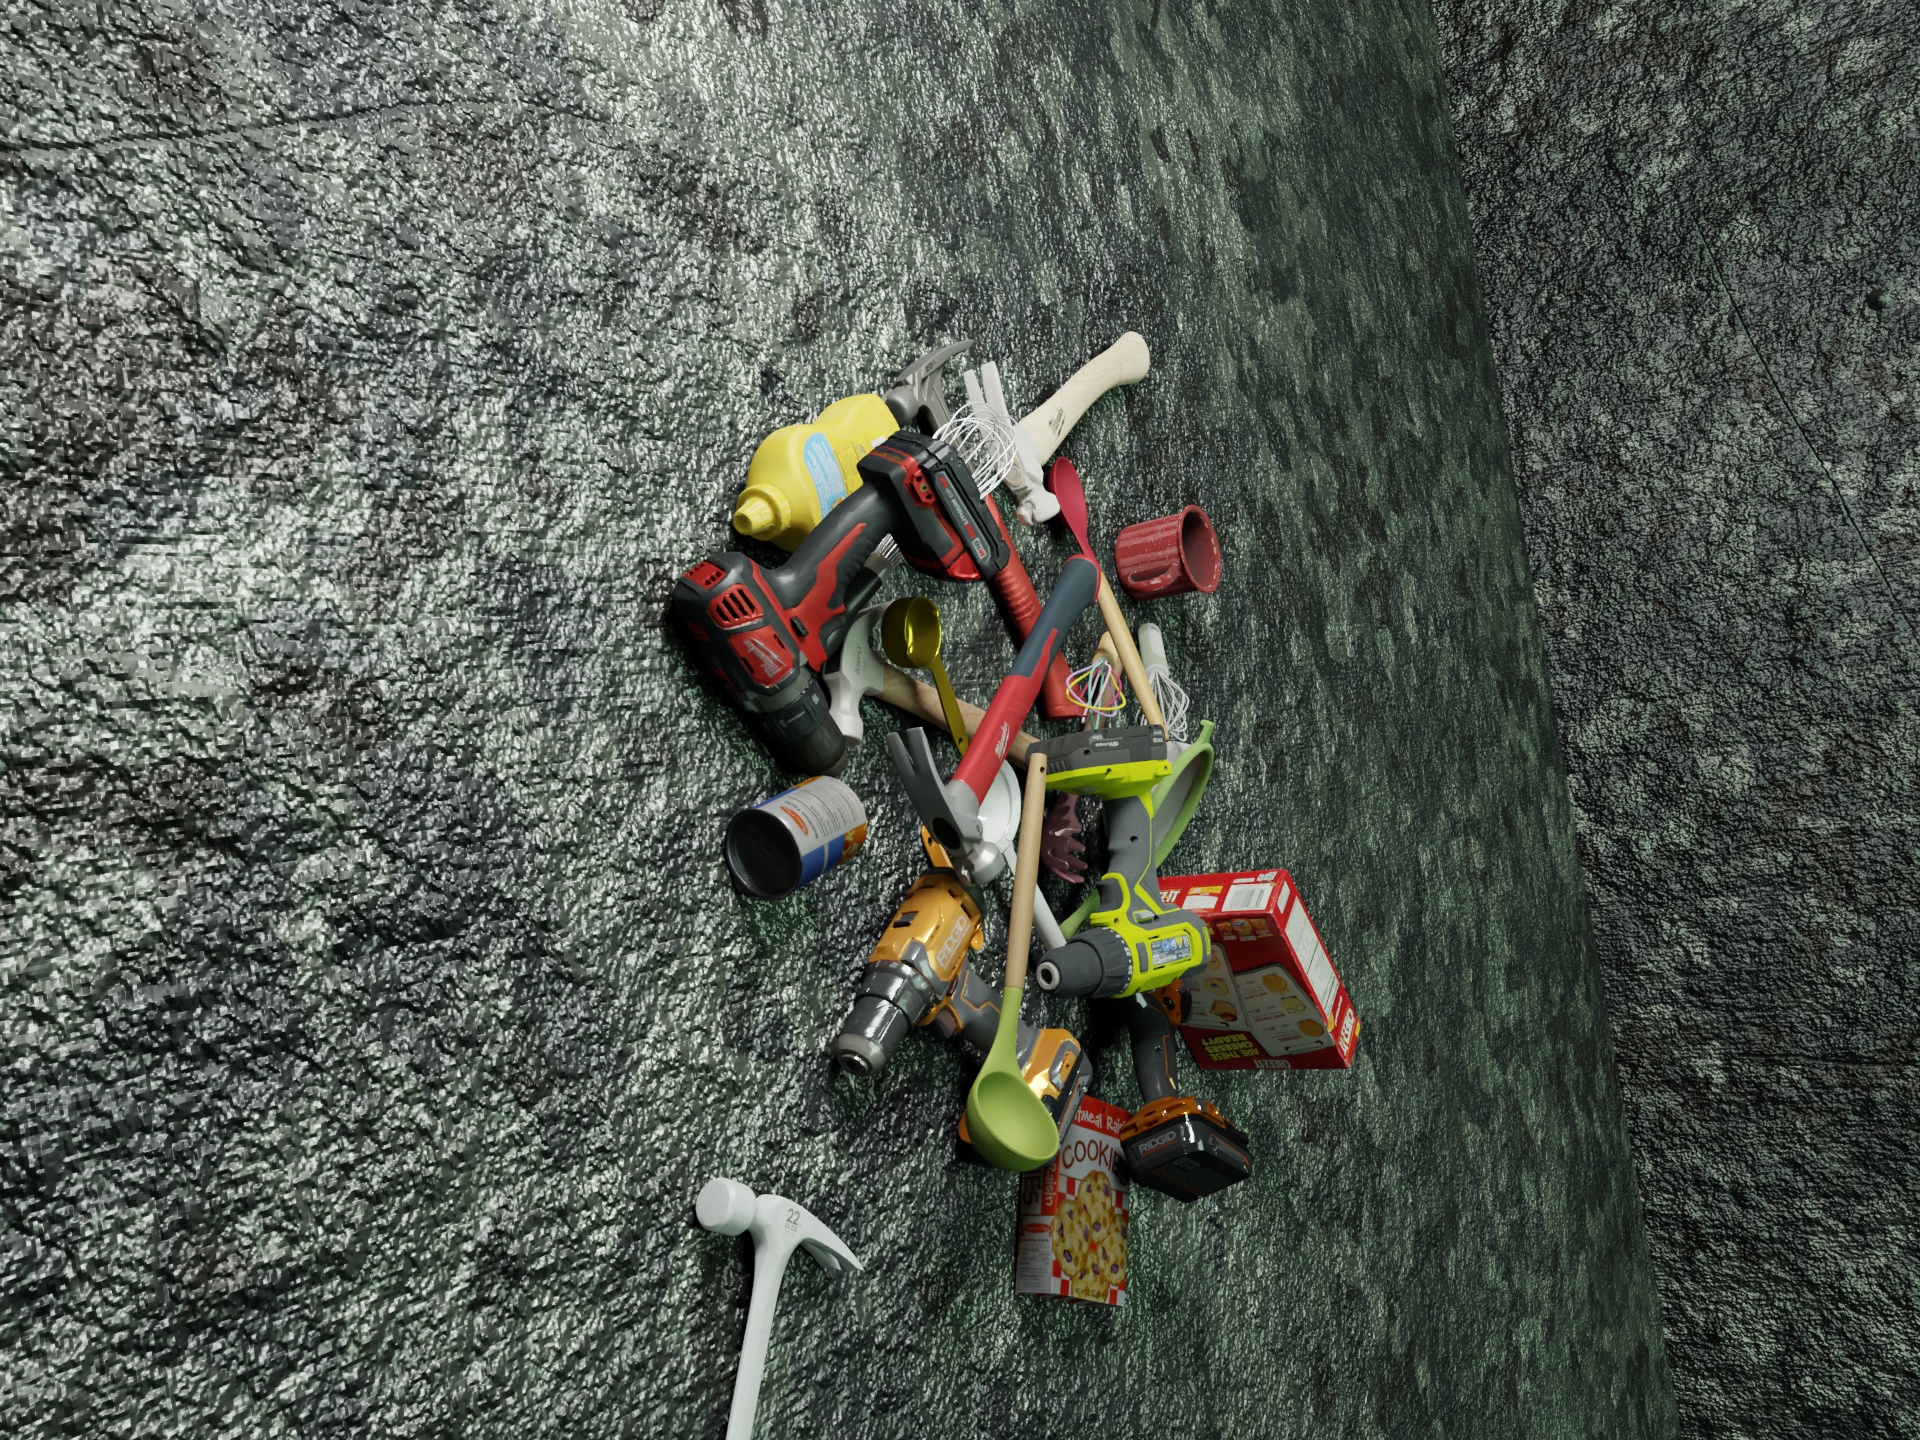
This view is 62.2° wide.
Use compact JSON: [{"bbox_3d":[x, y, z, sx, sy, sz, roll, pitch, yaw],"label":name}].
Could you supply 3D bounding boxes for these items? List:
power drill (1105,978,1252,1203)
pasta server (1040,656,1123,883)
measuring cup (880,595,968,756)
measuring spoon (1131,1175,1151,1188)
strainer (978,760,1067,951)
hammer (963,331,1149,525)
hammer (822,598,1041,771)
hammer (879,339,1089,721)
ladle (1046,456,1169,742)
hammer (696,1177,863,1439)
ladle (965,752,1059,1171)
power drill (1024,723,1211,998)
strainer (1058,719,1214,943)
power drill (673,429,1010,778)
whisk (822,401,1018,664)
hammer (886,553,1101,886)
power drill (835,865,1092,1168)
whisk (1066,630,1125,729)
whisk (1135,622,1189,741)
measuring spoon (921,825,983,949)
[{"bbox_3d":[0.189,0.313,1.446,0.164,0.084,0.227,38,30,-45],"label":"power drill"},{"bbox_3d":[0.127,0.027,1.515,0.316,0.040,0.060,-67,146,-41],"label":"pasta server"},{"bbox_3d":[-0.027,-0.031,1.268,0.062,0.029,0.156,-61,143,-42],"label":"measuring cup"},{"bbox_3d":[0.177,0.413,1.461,0.128,0.021,0.042,36,54,-70],"label":"measuring spoon"},{"bbox_3d":[0.046,0.128,1.355,0.087,0.050,0.258,-47,119,-41],"label":"strainer"},{"bbox_3d":[0.110,-0.325,1.554,0.146,0.038,0.411,66,30,-17],"label":"hammer"},{"bbox_3d":[-0.002,-0.004,1.340,0.331,0.031,0.130,26,61,-51],"label":"hammer"},{"bbox_3d":[0.038,-0.159,1.436,0.149,0.037,0.358,-51,122,-48],"label":"hammer"},{"bbox_3d":[0.138,-0.115,1.497,0.069,0.031,0.316,25,41,-55],"label":"ladle"},{"bbox_3d":[-0.145,0.506,0.989,0.143,0.035,0.406,38,52,-45],"label":"hammer"},{"bbox_3d":[0.051,0.176,1.203,0.078,0.062,0.320,22,67,-37],"label":"ladle"},{"bbox_3d":[0.125,0.124,1.366,0.190,0.080,0.228,-4,83,-44],"label":"power drill"},{"bbox_3d":[0.148,0.107,1.509,0.256,0.069,0.151,-46,154,-31],"label":"strainer"},{"bbox_3d":[-0.075,-0.081,1.146,0.227,0.080,0.187,-40,122,-15],"label":"power drill"},{"bbox_3d":[-0.047,-0.140,1.233,0.285,0.070,0.070,-53,127,-21],"label":"whisk"},{"bbox_3d":[0.045,-0.041,1.328,0.143,0.038,0.386,62,34,-27],"label":"hammer"},{"bbox_3d":[0.000,0.253,1.234,0.226,0.084,0.185,57,42,-23],"label":"power drill"},{"bbox_3d":[0.135,-0.044,1.484,0.245,0.047,0.051,-60,131,-70],"label":"whisk"},{"bbox_3d":[0.193,-0.042,1.559,0.057,0.059,0.246,34,22,-13],"label":"whisk"},{"bbox_3d":[-0.009,0.138,1.313,0.021,0.011,0.117,-42,113,-52],"label":"measuring spoon"}]
